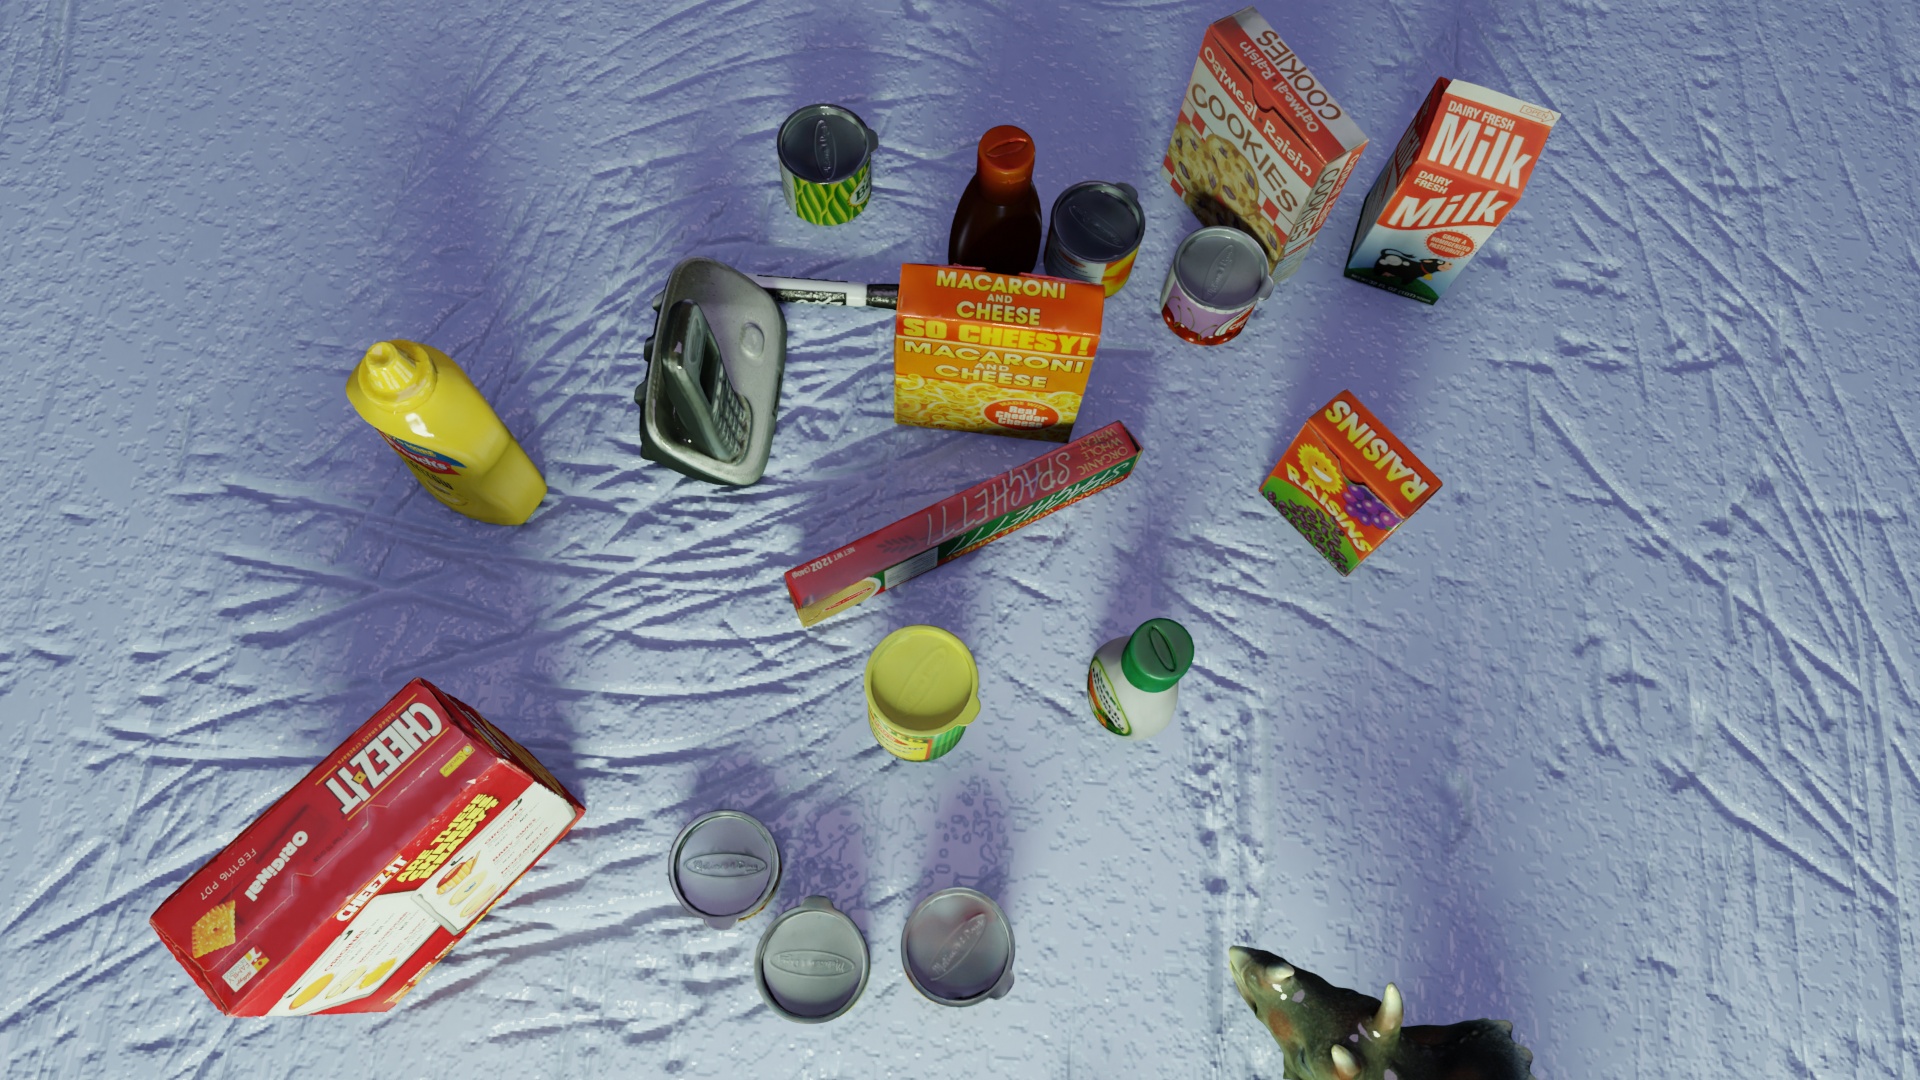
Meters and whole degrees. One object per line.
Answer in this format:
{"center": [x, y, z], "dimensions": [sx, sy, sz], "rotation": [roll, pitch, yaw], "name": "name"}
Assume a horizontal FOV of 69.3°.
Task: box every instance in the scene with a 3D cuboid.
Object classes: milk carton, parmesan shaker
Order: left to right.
{"center": [-0.023, 0.098, 0.849], "dimensions": [0.071, 0.102, 0.071], "rotation": [1, 71, -3], "name": "parmesan shaker"}
{"center": [0.329, -0.243, 0.938], "dimensions": [0.072, 0.190, 0.073], "rotation": [19, 72, 3], "name": "milk carton"}

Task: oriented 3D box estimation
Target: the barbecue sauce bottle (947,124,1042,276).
{"center": [0.026, -0.221, 0.937], "dimensions": [0.065, 0.148, 0.044], "rotation": [-19, 74, -9], "name": "barbecue sauce bottle"}

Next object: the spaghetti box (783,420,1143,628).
{"center": [0.003, -0.011, 0.916], "dimensions": [0.250, 0.050, 0.029], "rotation": [-25, 74, -11], "name": "spaghetti box"}

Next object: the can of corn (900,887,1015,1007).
{"center": [-0.001, 0.244, 0.824], "dimensions": [0.071, 0.058, 0.071], "rotation": [1, 71, -3], "name": "can of corn"}

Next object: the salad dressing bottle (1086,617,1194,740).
{"center": [0.109, 0.082, 0.838], "dimensions": [0.044, 0.147, 0.064], "rotation": [-21, 74, -9], "name": "salad dressing bottle"}

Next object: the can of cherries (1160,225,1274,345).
{"center": [0.180, -0.177, 0.978], "dimensions": [0.071, 0.058, 0.071], "rotation": [1, 71, -3], "name": "can of cherries"}

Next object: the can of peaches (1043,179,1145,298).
{"center": [0.095, -0.213, 0.986], "dimensions": [0.071, 0.058, 0.071], "rotation": [1, 71, -3], "name": "can of peaches"}

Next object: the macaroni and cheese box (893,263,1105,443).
{"center": [0.020, -0.117, 0.892], "dimensions": [0.124, 0.166, 0.040], "rotation": [6, 71, -1], "name": "macaroni and cheese box"}

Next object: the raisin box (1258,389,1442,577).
{"center": [0.248, -0.034, 0.898], "dimensions": [0.040, 0.123, 0.086], "rotation": [-38, 77, -14], "name": "raisin box"}

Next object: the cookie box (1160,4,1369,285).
{"center": [0.201, -0.262, 0.951], "dimensions": [0.040, 0.167, 0.123], "rotation": [-33, 76, -12], "name": "cookie box"}

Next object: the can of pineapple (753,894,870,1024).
{"center": [-0.085, 0.248, 0.818], "dimensions": [0.071, 0.057, 0.071], "rotation": [1, 71, -3], "name": "can of pineapple"}

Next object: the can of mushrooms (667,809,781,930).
{"center": [-0.143, 0.201, 0.844], "dimensions": [0.071, 0.033, 0.071], "rotation": [1, 71, -3], "name": "can of mushrooms"}

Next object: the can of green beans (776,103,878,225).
{"center": [-0.096, -0.268, 0.995], "dimensions": [0.071, 0.057, 0.071], "rotation": [1, 71, -3], "name": "can of green beans"}

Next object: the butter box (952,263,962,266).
{"center": [0.038, -0.154, 0.965], "dimensions": [0.103, 0.053, 0.024], "rotation": [21, 72, 4], "name": "butter box"}
